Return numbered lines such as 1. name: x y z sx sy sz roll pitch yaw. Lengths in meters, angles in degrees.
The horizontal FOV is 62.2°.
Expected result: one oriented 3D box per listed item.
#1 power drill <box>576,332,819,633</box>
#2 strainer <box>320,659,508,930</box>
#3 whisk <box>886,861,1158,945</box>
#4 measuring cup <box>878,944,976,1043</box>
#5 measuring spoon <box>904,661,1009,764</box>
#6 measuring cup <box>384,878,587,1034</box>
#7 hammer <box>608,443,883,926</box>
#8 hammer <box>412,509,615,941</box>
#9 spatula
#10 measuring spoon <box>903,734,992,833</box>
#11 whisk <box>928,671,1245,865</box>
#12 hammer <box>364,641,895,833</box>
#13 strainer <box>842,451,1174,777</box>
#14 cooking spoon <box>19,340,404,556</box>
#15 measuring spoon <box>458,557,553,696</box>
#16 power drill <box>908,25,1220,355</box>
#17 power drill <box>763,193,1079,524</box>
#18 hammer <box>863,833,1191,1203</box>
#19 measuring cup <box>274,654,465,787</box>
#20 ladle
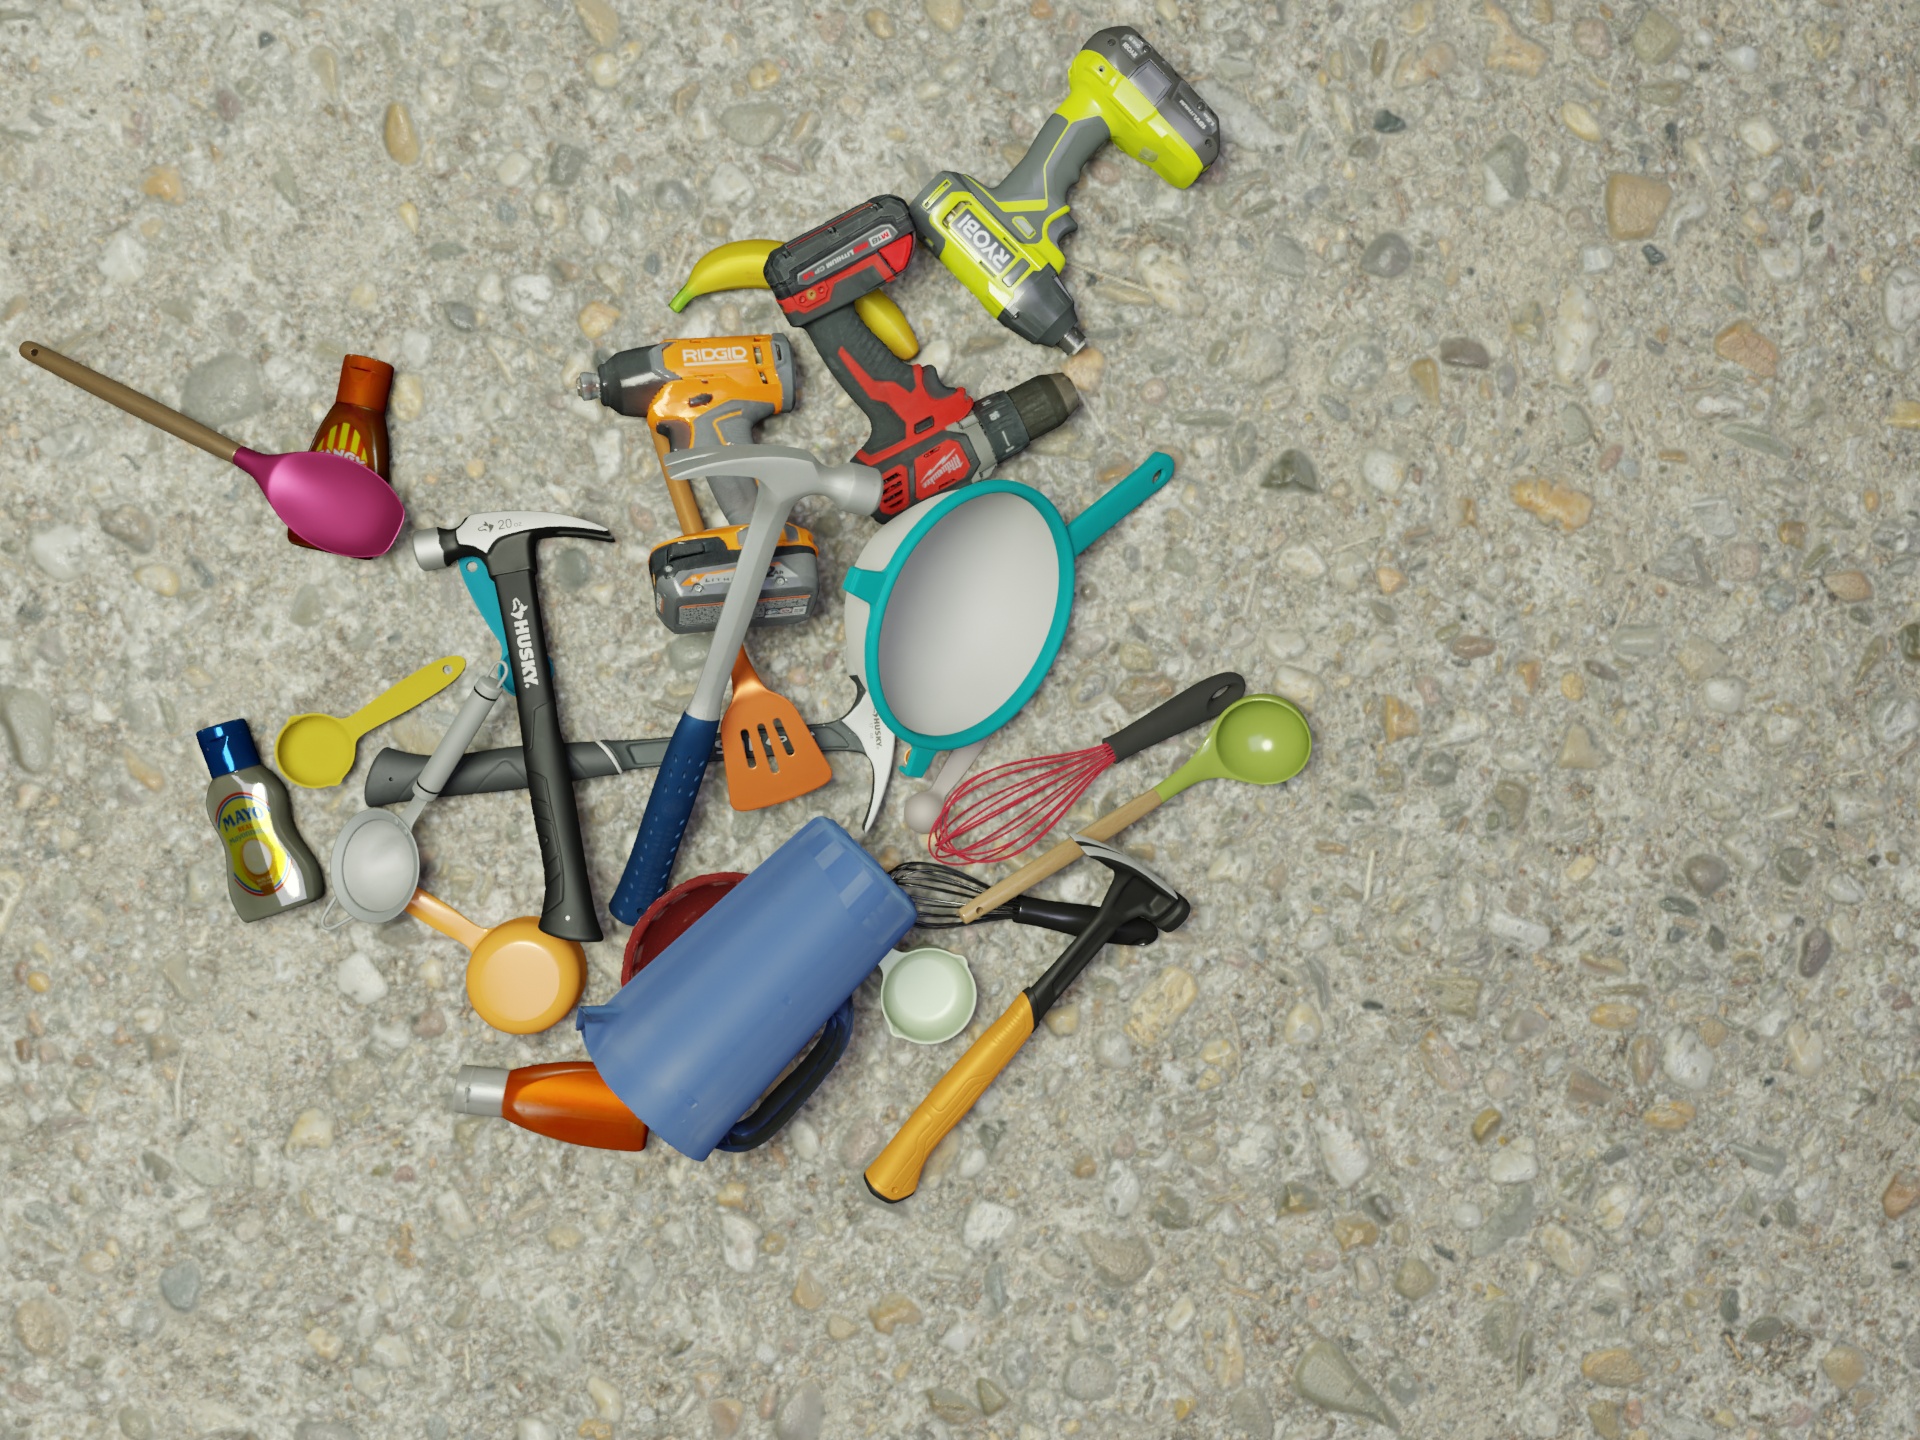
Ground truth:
1. power drill: -0.194 -0.183 1.186 0.164 0.084 0.227 -6 71 -14
2. strainer: -0.397 0.058 1.178 0.087 0.050 0.258 43 110 20
3. whisk: 0.045 0.153 1.271 0.239 0.055 0.055 11 90 -12
4. measuring cup: -0.060 0.185 1.261 0.167 0.038 0.083 43 86 -4
5. measuring spoon: -0.002 -0.004 1.280 0.021 0.011 0.117 44 82 0
6. measuring cup: -0.368 0.173 1.213 0.173 0.052 0.095 34 87 -7
7. hammer: -0.188 -0.015 1.142 0.144 0.035 0.405 10 121 -24
8. hammer: -0.310 0.003 1.193 0.146 0.035 0.335 -11 82 -5
9. spatula: -0.187 -0.092 1.222 0.081 0.041 0.323 -19 80 -5
10. measuring spoon: -0.003 0.037 1.274 0.034 0.018 0.124 34 86 -6
11. whisk: 0.103 0.034 1.270 0.296 0.073 0.073 -28 94 -12
12. hammer: -0.251 0.031 1.236 0.409 0.036 0.149 -6 93 -7
13. strainer: 0.027 -0.126 1.237 0.340 0.095 0.210 -40 135 -27
14. cooking spoon: -0.554 -0.207 1.173 0.319 0.017 0.069 26 90 3
15. measuring spoon: -0.355 -0.075 1.232 0.042 0.021 0.128 -28 85 -7
16. power drill: 0.090 -0.413 1.252 0.171 0.080 0.223 44 89 -6
17. power drill: -0.029 -0.282 1.212 0.188 0.080 0.226 -27 112 0
18. hammer: 0.034 0.241 1.243 0.127 0.034 0.337 35 97 -34
19. measuring cup: -0.449 -0.003 1.219 0.156 0.029 0.062 -35 95 -17
20. ladle: 0.139 0.075 1.253 0.320 0.062 0.078 -30 107 -14
